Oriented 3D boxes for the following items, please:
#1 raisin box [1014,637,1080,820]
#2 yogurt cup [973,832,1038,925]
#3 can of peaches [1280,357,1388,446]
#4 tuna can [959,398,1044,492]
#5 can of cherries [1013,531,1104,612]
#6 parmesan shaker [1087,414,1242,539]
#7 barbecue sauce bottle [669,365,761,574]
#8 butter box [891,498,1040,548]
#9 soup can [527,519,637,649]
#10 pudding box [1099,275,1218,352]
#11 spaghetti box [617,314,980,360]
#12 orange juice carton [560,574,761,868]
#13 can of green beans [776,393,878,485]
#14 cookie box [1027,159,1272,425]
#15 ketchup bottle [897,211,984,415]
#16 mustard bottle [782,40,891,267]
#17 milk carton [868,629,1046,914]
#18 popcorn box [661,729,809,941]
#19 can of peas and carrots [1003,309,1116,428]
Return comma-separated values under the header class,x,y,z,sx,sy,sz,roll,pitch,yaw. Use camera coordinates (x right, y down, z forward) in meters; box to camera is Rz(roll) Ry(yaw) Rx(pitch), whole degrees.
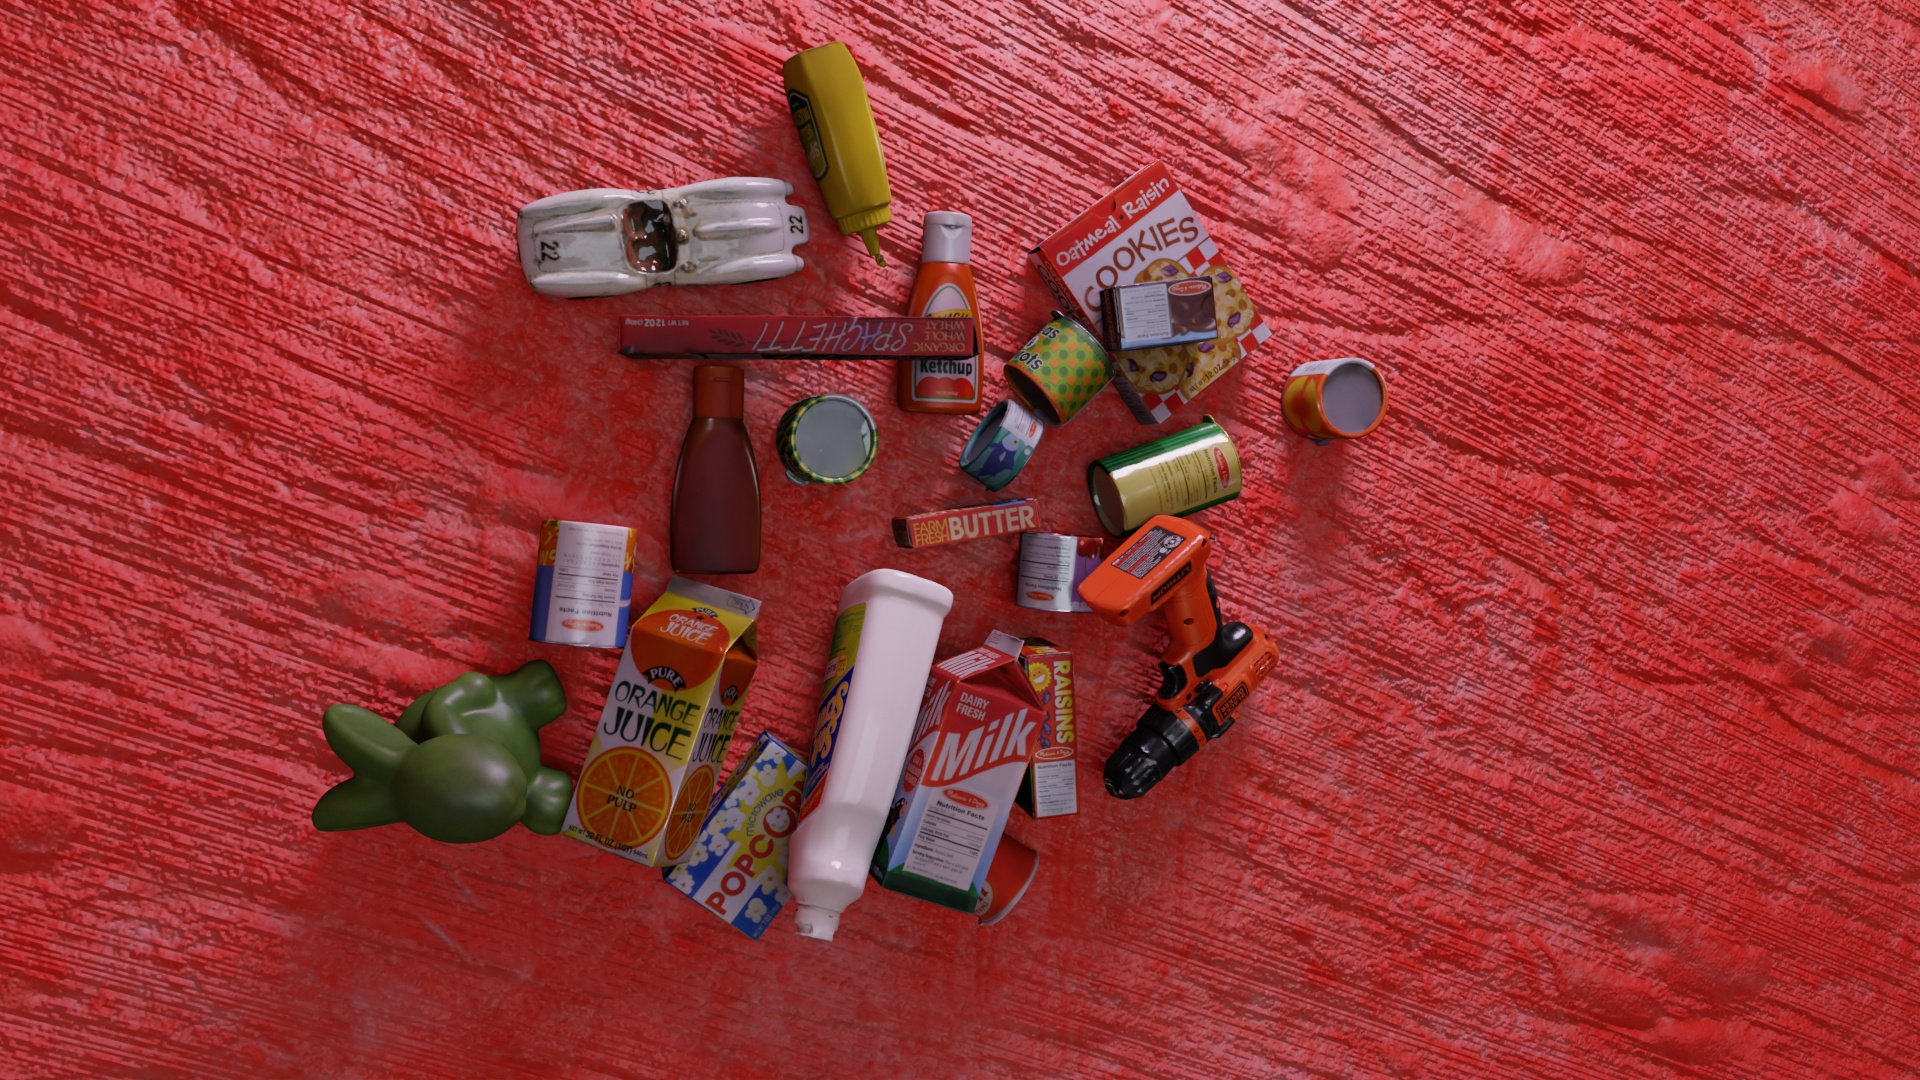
class,x,y,z,sx,sy,sz,roll,pitch,yaw
raisin box,0.058,0.140,1.056,0.040,0.086,0.123,-3,94,-12
yogurt cup,0.019,0.250,1.062,0.054,0.072,0.072,40,82,-7
can of peaches,0.305,-0.112,1.131,0.071,0.058,0.071,-1,93,-17
tuna can,0.029,-0.071,1.048,0.033,0.071,0.071,34,83,-15
can of cherries,0.077,0.024,1.068,0.071,0.071,0.058,3,92,-17
parmesan shaker,0.158,-0.050,1.087,0.103,0.071,0.071,-19,98,-14
barbecue sauce bottle,-0.175,-0.050,0.998,0.065,0.043,0.148,1,92,-18
butter box,0.004,-0.013,1.048,0.104,0.053,0.024,-9,94,-16
soup can,-0.262,0.030,0.964,0.071,0.071,0.084,6,87,-17
pudding box,0.151,-0.171,1.054,0.084,0.030,0.049,-9,96,-16
spaghetti box,-0.113,-0.143,0.984,0.250,0.050,0.028,-1,93,-5
orange juice carton,-0.201,0.124,0.969,0.072,0.073,0.193,17,83,12
can of green beans,-0.097,-0.073,1.012,0.071,0.058,0.071,-1,94,-17
cookie box,0.149,-0.193,1.089,0.123,0.040,0.167,-38,103,-11
ketchup bottle,-0.013,-0.169,1.040,0.065,0.043,0.148,2,92,-14
mustard bottle,-0.082,-0.274,1.004,0.049,0.065,0.160,-22,103,-19
milk carton,0.000,0.156,0.985,0.073,0.072,0.190,22,86,-18
popcorn box,-0.148,0.217,1.022,0.085,0.038,0.127,39,82,-15
can of peas and carrots,0.073,-0.130,1.056,0.059,0.071,0.071,-45,104,-9
